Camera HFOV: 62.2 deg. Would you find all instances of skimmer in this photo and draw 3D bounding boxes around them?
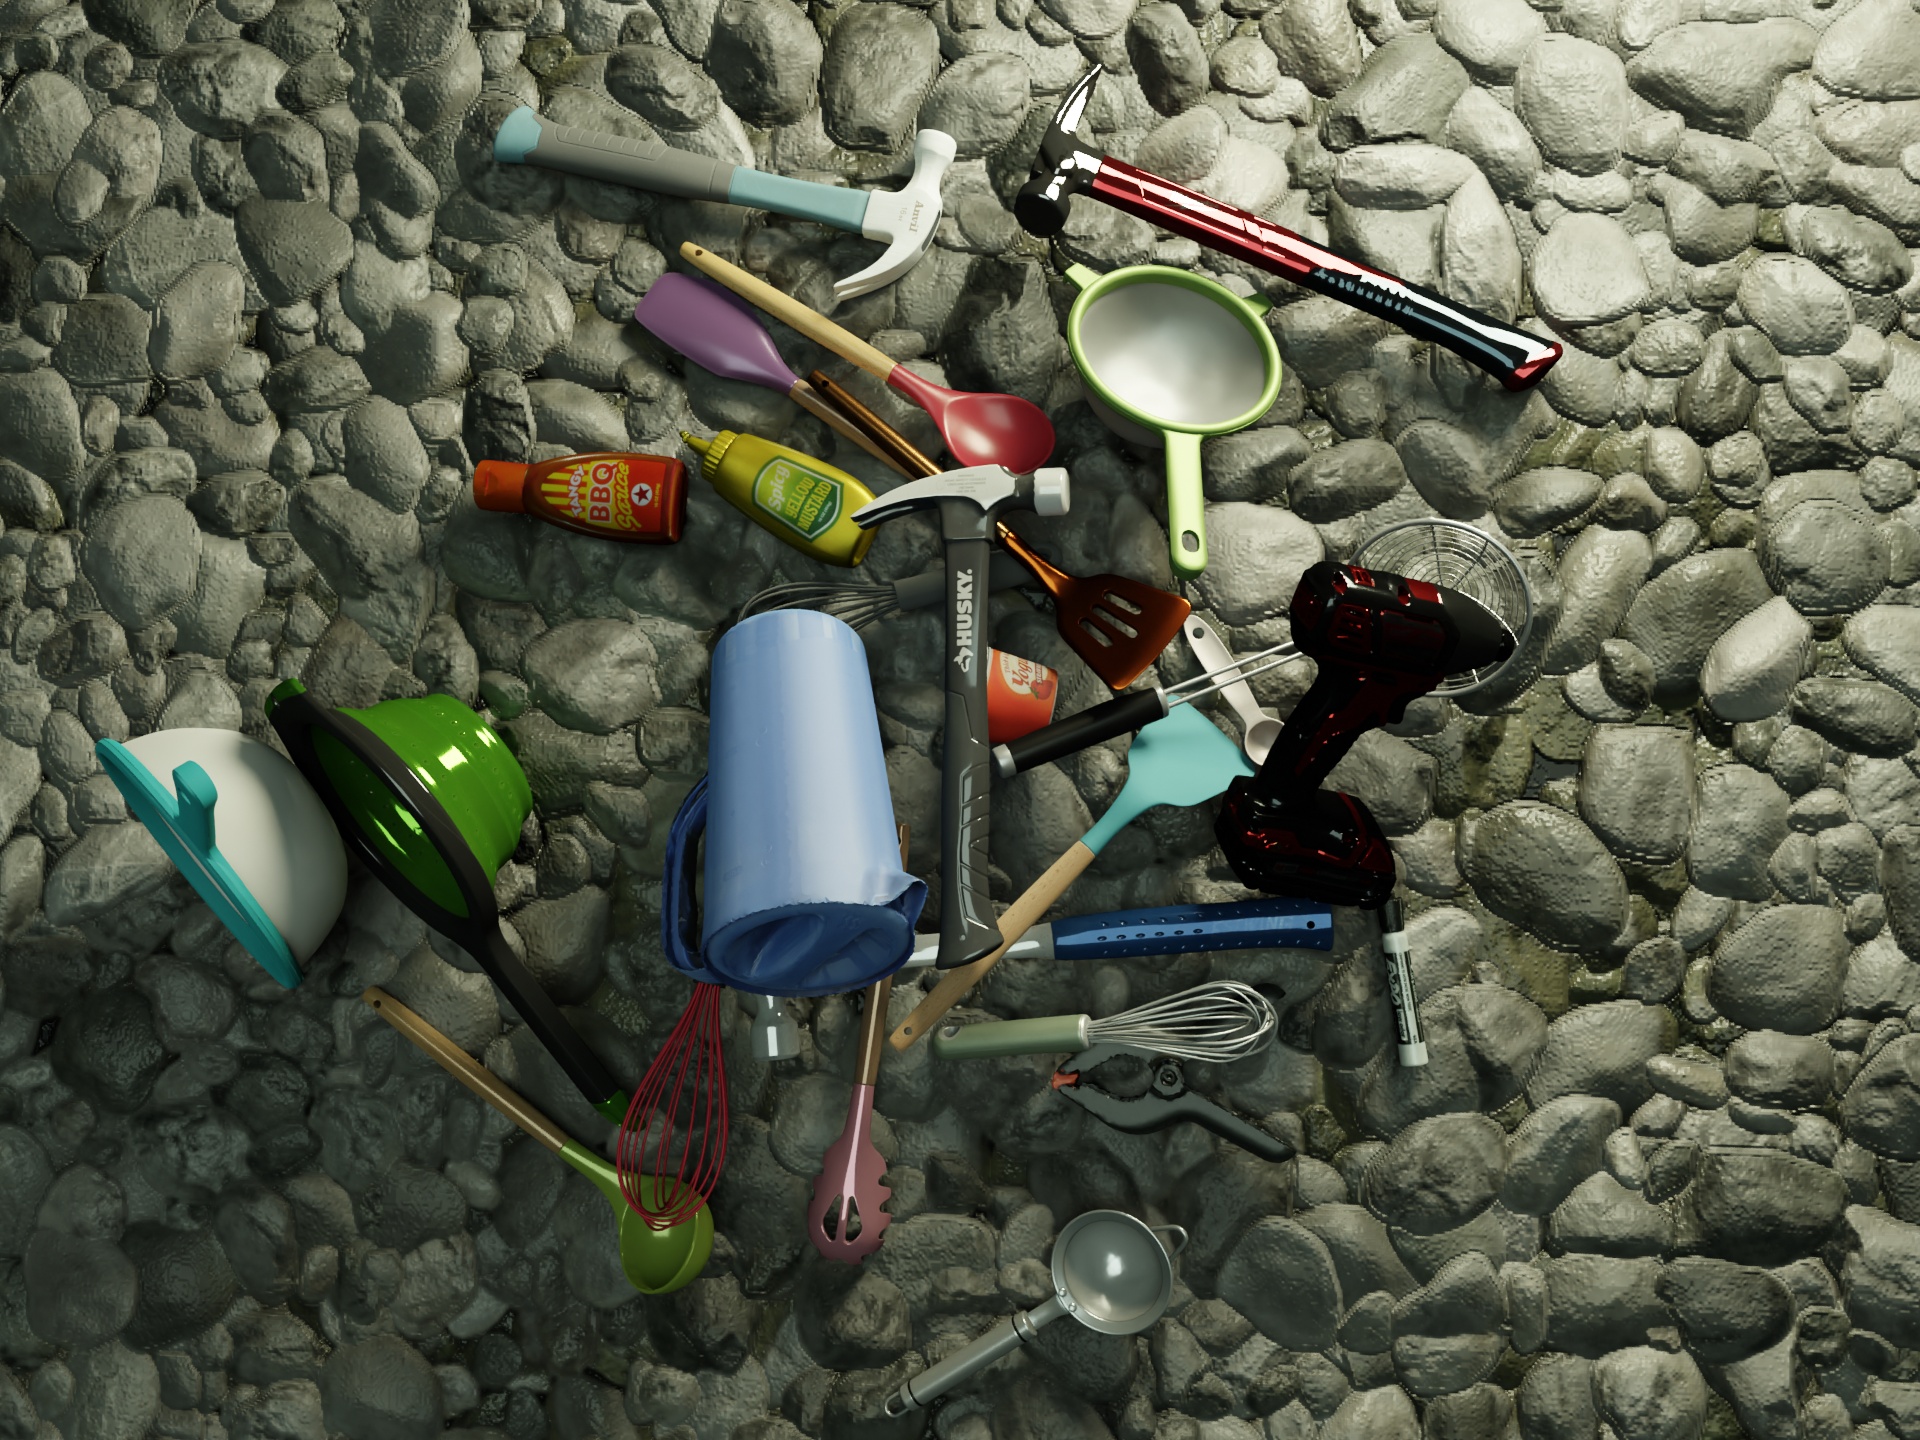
[{"bbox_3d":[0.198,-0.030,1.064,0.363,0.090,0.127,-21,104,-6],"label":"skimmer"}]

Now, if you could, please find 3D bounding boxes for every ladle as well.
[{"bbox_3d":[-0.071,-0.263,1.146,0.315,0.031,0.069,32,71,7],"label":"ladle"},{"bbox_3d":[-0.308,0.291,1.135,0.320,0.062,0.078,36,93,7],"label":"ladle"}]

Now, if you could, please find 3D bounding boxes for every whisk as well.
[{"bbox_3d":[-0.044,-0.091,1.132,0.239,0.055,0.055,-14,87,-1],"label":"whisk"},{"bbox_3d":[0.094,0.213,1.086,0.246,0.058,0.059,-9,113,22],"label":"whisk"},{"bbox_3d":[-0.180,0.203,1.109,0.073,0.073,0.296,10,76,5],"label":"whisk"}]

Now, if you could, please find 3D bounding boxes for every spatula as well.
[{"bbox_3d":[0.069,0.109,1.080,0.317,0.044,0.082,-44,77,-9],"label":"spatula"},{"bbox_3d":[-0.098,-0.229,1.152,0.316,0.018,0.060,35,82,5],"label":"spatula"},{"bbox_3d":[0.014,-0.145,1.104,0.323,0.041,0.081,41,83,9],"label":"spatula"}]

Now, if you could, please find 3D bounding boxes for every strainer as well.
[{"bbox_3d":[-0.468,0.059,1.049,0.095,0.340,0.211,-40,92,-28],"label":"strainer"},{"bbox_3d":[0.140,-0.192,1.075,0.151,0.069,0.257,6,61,-10],"label":"strainer"},{"bbox_3d":[0.051,0.417,1.110,0.258,0.050,0.087,-35,80,9],"label":"strainer"}]

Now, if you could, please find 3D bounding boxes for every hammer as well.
[{"bbox_3d":[-0.002,-0.003,1.057,0.146,0.035,0.335,-1,82,11],"label":"hammer"},{"bbox_3d":[0.238,-0.333,1.109,0.386,0.038,0.143,23,65,0],"label":"hammer"},{"bbox_3d":[0.053,0.148,1.104,0.405,0.035,0.144,-5,84,0],"label":"hammer"},{"bbox_3d":[-0.177,-0.393,1.156,0.331,0.033,0.128,14,88,5],"label":"hammer"}]

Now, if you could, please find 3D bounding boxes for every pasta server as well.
[{"bbox_3d":[-0.064,0.230,1.133,0.060,0.040,0.316,8,85,5],"label":"pasta server"}]

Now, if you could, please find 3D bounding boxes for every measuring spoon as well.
[{"bbox_3d":[0.193,-0.021,1.127,0.034,0.018,0.124,-30,79,-4],"label":"measuring spoon"}]

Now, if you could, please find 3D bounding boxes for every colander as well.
[{"bbox_3d":[-0.321,0.115,1.121,0.094,0.204,0.397,-42,103,-31],"label":"colander"}]

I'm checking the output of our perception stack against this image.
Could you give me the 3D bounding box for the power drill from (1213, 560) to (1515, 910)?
[{"bbox_3d":[0.260,0.009,1.033,0.143,0.079,0.219,10,117,-12],"label":"power drill"}]
